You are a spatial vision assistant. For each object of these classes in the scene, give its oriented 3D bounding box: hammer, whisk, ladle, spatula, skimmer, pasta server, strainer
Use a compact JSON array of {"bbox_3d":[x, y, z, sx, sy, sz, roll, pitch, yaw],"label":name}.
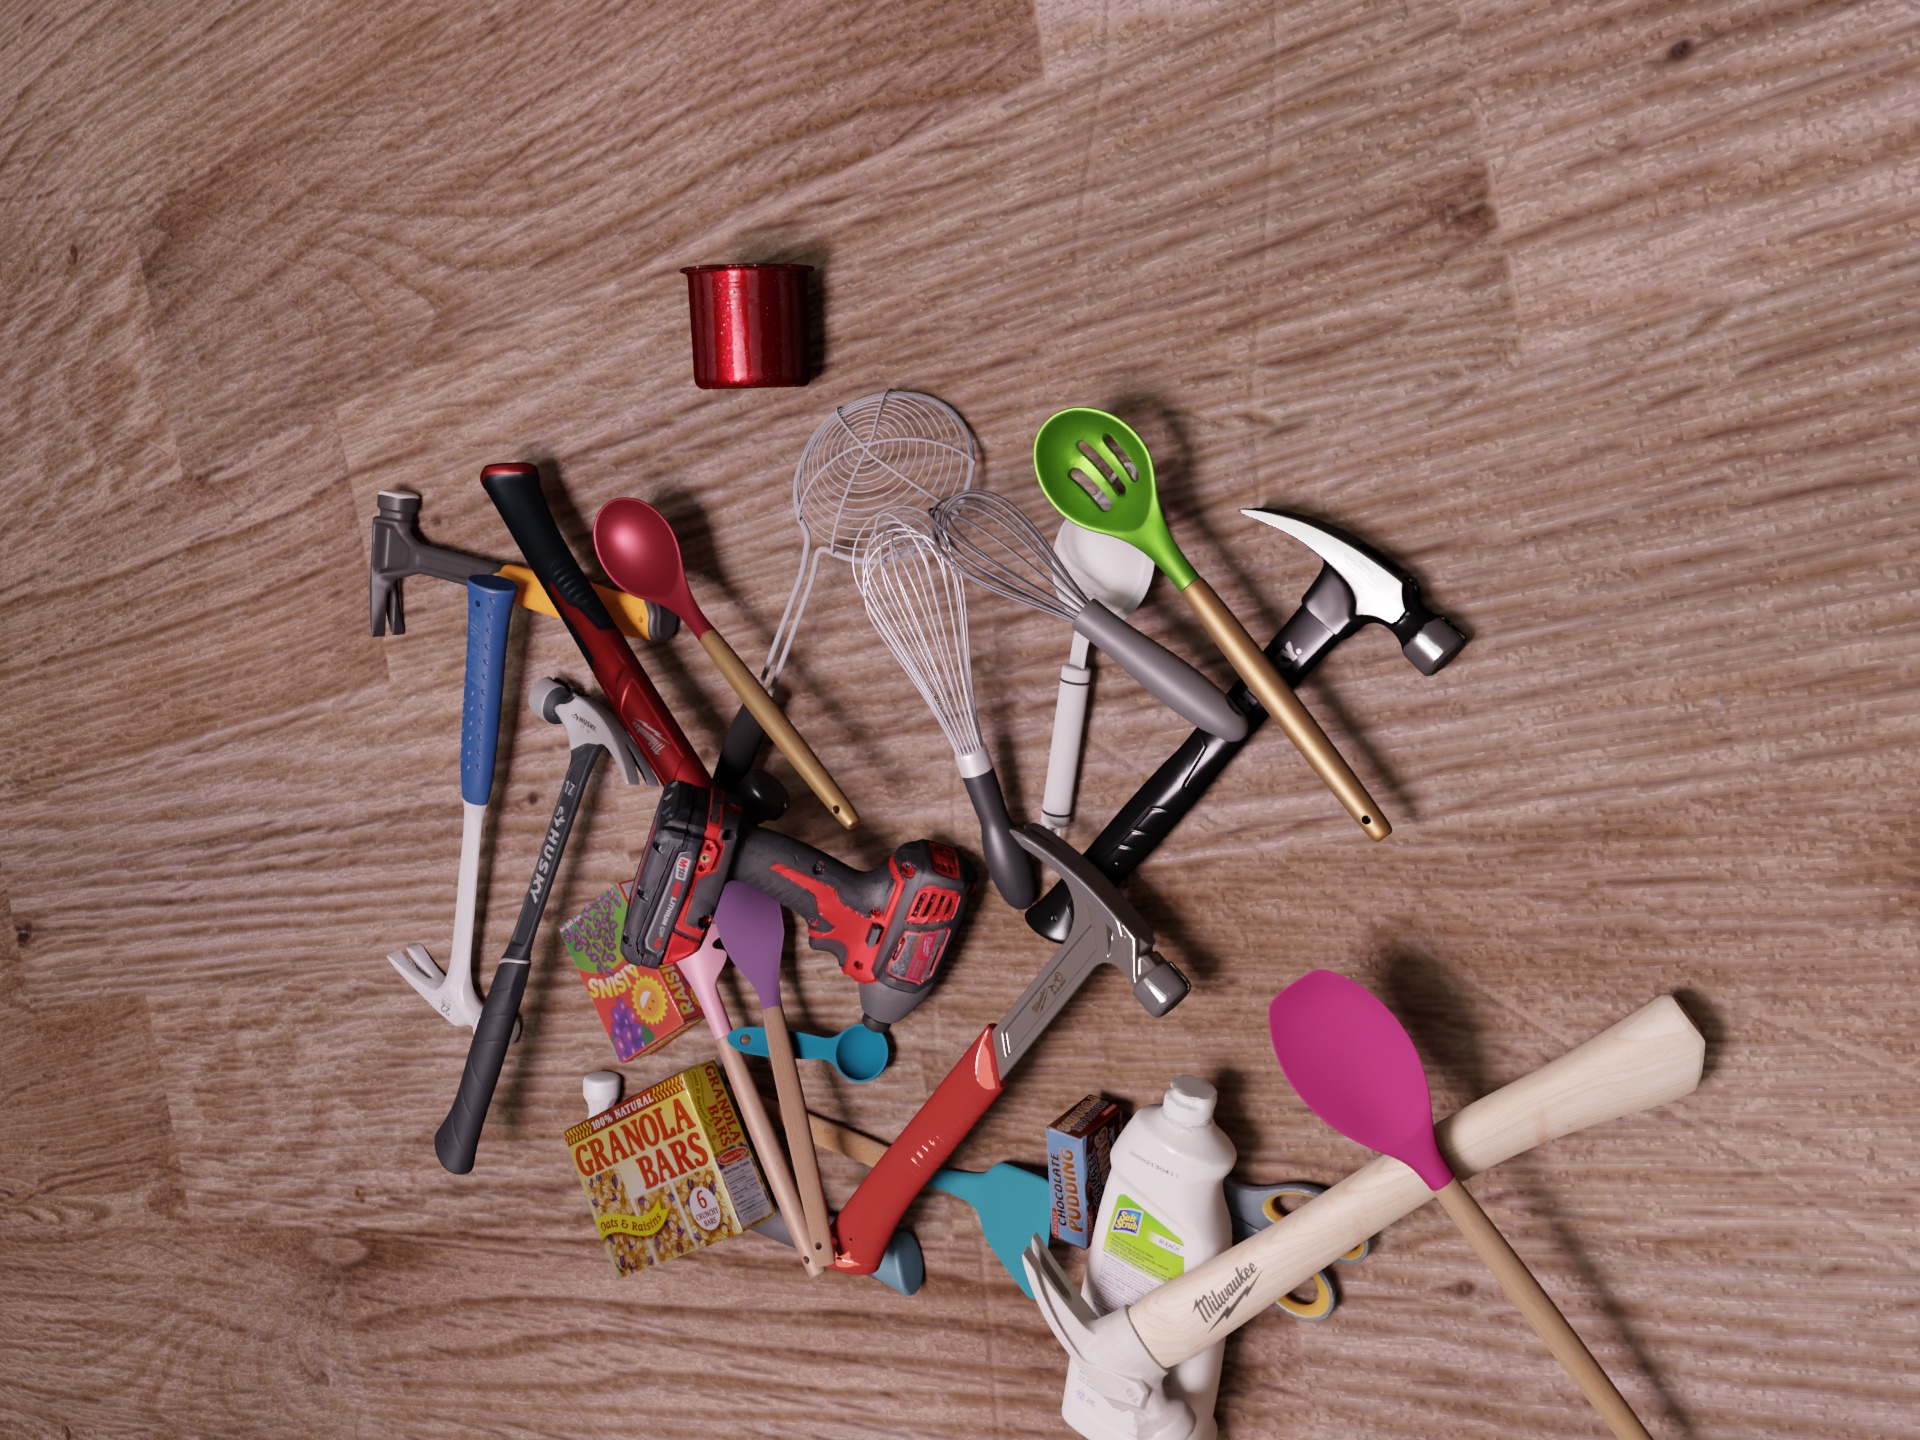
[{"bbox_3d":[-0.347,0.179,1.275,0.149,0.036,0.409,28,103,38],"label":"hammer"},{"bbox_3d":[0.076,-0.063,0.960,0.239,0.055,0.055,38,115,12],"label":"whisk"},{"bbox_3d":[0.226,0.268,0.907,0.410,0.038,0.146,-38,86,18],"label":"hammer"},{"bbox_3d":[-0.163,-0.042,1.118,0.316,0.031,0.069,50,119,23],"label":"ladle"},{"bbox_3d":[-0.410,0.074,1.326,0.144,0.035,0.405,24,114,29],"label":"hammer"},{"bbox_3d":[-0.062,0.317,1.148,0.318,0.044,0.082,12,99,33],"label":"spatula"},{"bbox_3d":[-0.101,-0.066,1.134,0.127,0.090,0.363,44,127,25],"label":"skimmer"},{"bbox_3d":[-0.363,-0.103,1.296,0.337,0.034,0.127,14,103,31],"label":"hammer"},{"bbox_3d":[0.144,0.020,0.981,0.146,0.035,0.334,48,118,18],"label":"hammer"},{"bbox_3d":[-0.001,0.240,1.060,0.149,0.036,0.359,46,117,22],"label":"hammer"},{"bbox_3d":[-0.162,0.262,1.197,0.060,0.040,0.316,-32,76,32],"label":"pasta server"},{"bbox_3d":[-0.001,-0.004,1.034,0.070,0.070,0.284,-9,108,34],"label":"whisk"},{"bbox_3d":[-0.171,0.373,1.232,0.331,0.033,0.128,9,100,32],"label":"hammer"},{"bbox_3d":[0.075,-0.037,1.018,0.087,0.050,0.258,23,112,45],"label":"strainer"},{"bbox_3d":[-0.133,0.235,1.154,0.060,0.018,0.316,-25,67,21],"label":"spatula"},{"bbox_3d":[-0.274,-0.040,1.190,0.143,0.038,0.387,-43,67,18],"label":"hammer"}]

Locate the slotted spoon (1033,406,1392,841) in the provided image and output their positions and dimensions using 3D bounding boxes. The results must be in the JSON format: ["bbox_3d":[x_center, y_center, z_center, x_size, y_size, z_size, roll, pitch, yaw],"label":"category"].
[{"bbox_3d":[0.149,-0.058,0.931,0.070,0.031,0.314,-43,76,30],"label":"slotted spoon"}]

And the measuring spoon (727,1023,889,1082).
[{"bbox_3d":[-0.110,0.240,1.168,0.128,0.021,0.042,3,75,19],"label":"measuring spoon"}]

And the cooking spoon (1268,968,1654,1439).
[{"bbox_3d":[0.278,0.272,0.863,0.069,0.017,0.319,-38,85,12],"label":"cooking spoon"}]

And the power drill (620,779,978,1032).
[{"bbox_3d":[-0.111,0.132,1.080,0.219,0.079,0.143,16,111,-13],"label":"power drill"}]
